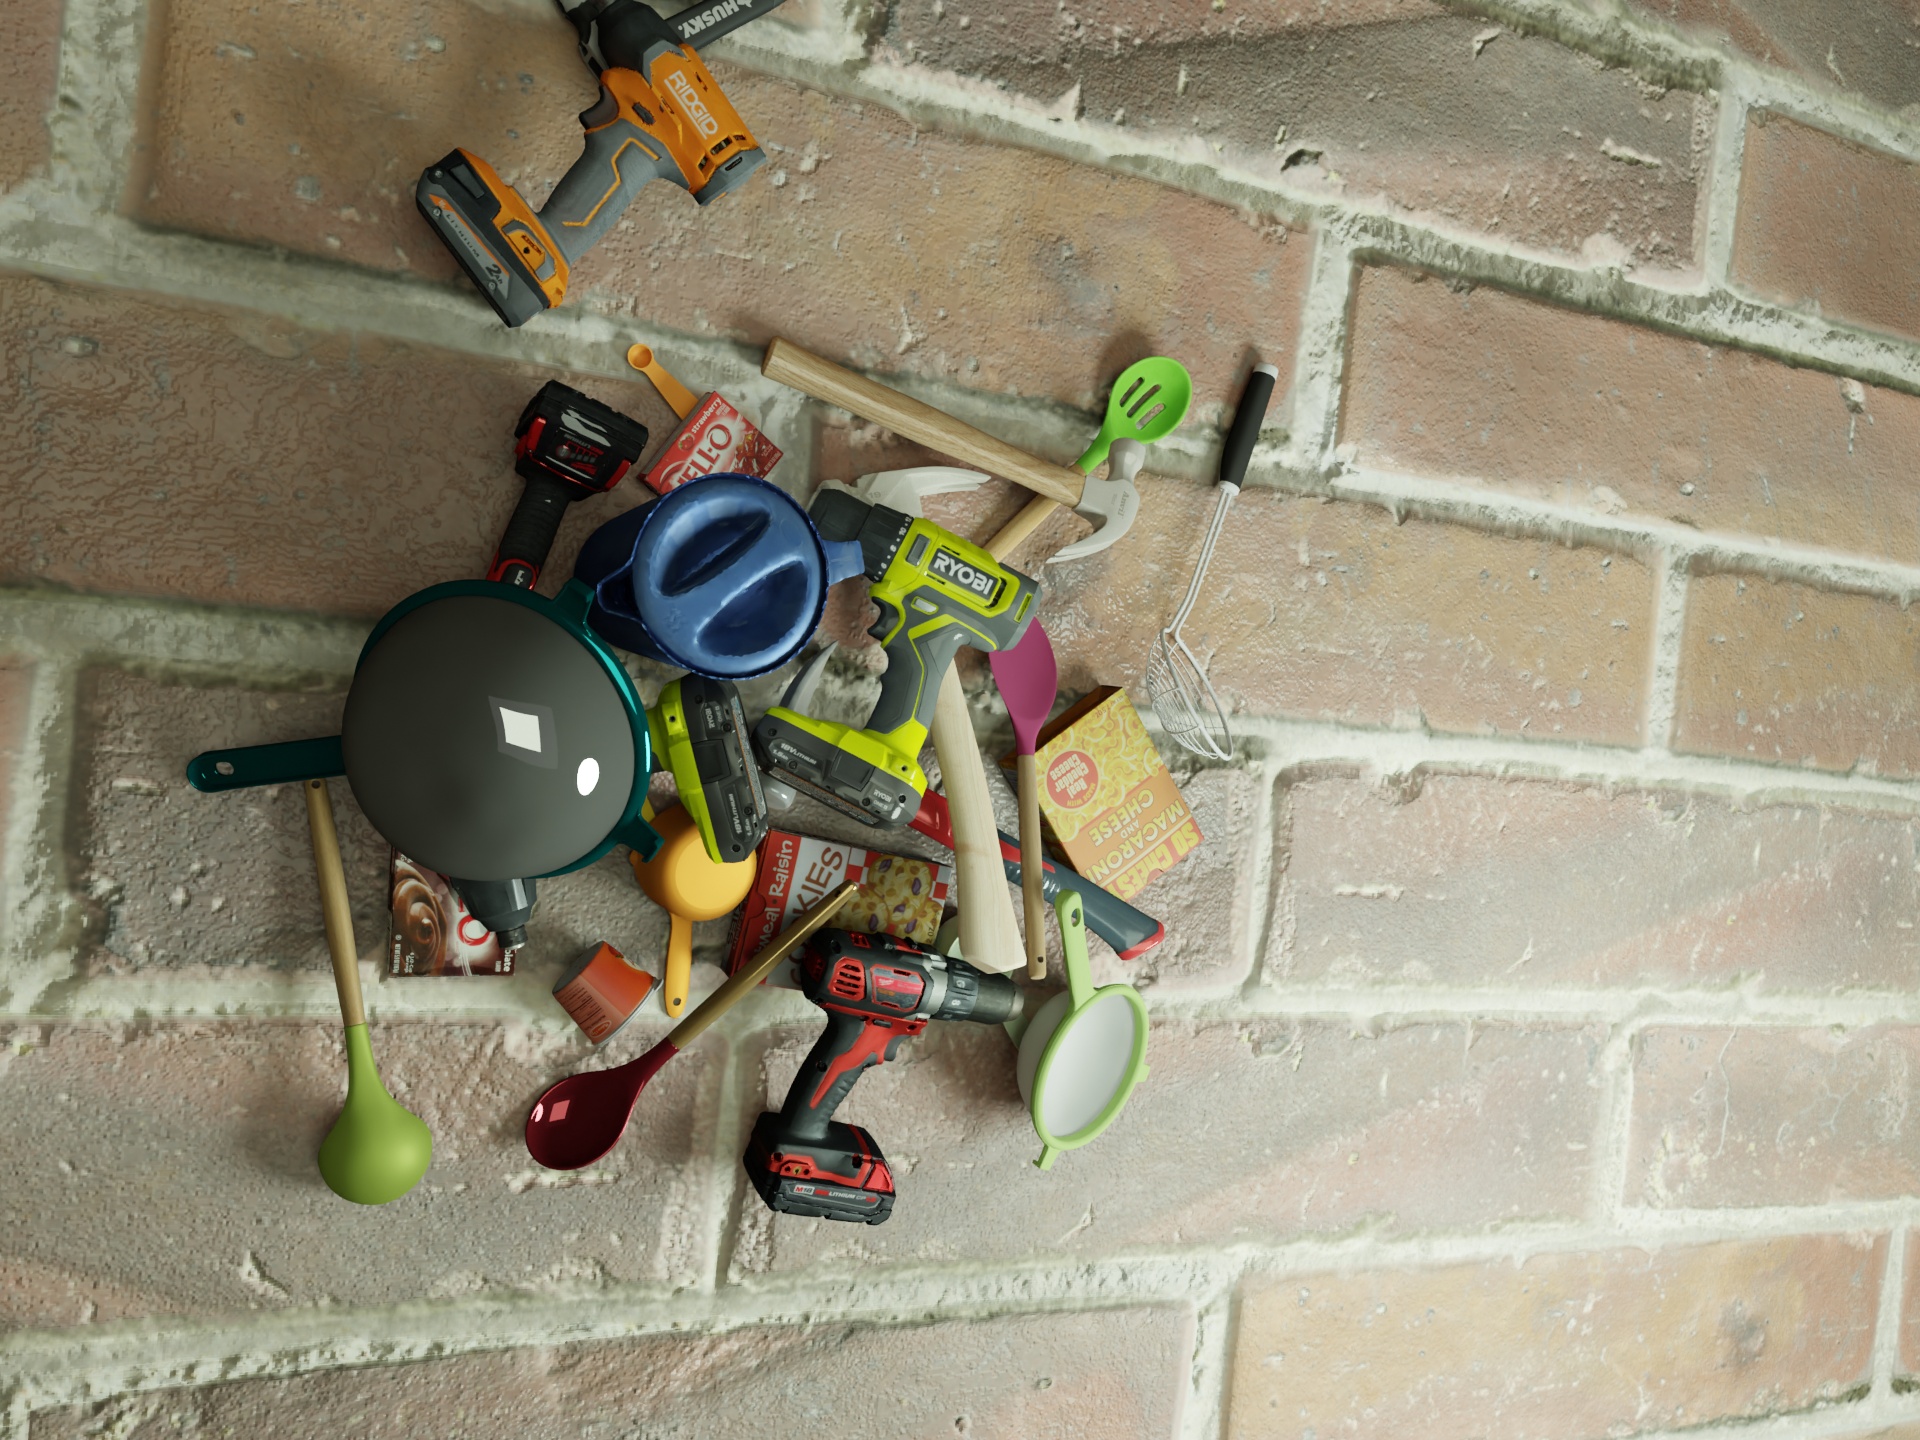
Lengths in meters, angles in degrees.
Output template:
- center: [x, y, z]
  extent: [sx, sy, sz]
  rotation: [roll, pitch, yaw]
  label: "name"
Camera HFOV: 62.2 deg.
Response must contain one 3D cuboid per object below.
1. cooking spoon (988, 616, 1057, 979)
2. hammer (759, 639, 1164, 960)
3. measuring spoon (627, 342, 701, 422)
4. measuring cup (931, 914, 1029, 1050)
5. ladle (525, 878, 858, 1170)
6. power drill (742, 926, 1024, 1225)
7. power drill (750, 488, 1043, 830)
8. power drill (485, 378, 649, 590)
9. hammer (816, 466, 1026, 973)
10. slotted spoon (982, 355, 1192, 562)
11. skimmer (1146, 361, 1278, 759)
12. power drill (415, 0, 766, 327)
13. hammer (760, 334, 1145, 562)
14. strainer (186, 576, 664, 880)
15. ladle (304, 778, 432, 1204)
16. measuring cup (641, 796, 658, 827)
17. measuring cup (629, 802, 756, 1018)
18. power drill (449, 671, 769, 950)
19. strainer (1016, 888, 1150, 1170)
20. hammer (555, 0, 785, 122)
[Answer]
- center: [0.055, 0.055, 1.313]
  extent: [0.068, 0.017, 0.319]
  rotation: [10, 66, -29]
  label: "cooking spoon"
- center: [0.016, 0.083, 1.314]
  extent: [0.386, 0.038, 0.143]
  rotation: [30, 65, -20]
  label: "hammer"
- center: [-0.214, -0.245, 1.231]
  extent: [0.021, 0.011, 0.116]
  rotation: [-47, 114, -9]
  label: "measuring spoon"
- center: [0.024, 0.232, 1.367]
  extent: [0.083, 0.038, 0.167]
  rotation: [-42, 126, -19]
  label: "measuring cup"
- center: [-0.201, 0.228, 1.218]
  extent: [0.315, 0.031, 0.069]
  rotation: [-41, 71, -4]
  label: "ladle"
- center: [-0.062, 0.282, 1.273]
  extent: [0.187, 0.080, 0.226]
  rotation: [16, 99, -25]
  label: "power drill"
- center: [-0.066, -0.051, 1.203]
  extent: [0.190, 0.080, 0.228]
  rotation: [27, 77, -6]
  label: "power drill"
- center: [-0.305, -0.120, 1.123]
  extent: [0.078, 0.143, 0.220]
  rotation: [25, 80, -22]
  label: "power drill"
- center: [-0.002, -0.004, 1.277]
  extent: [0.146, 0.038, 0.411]
  rotation: [-11, 83, -25]
  label: "hammer"
- center: [0.084, -0.200, 1.365]
  extent: [0.314, 0.031, 0.070]
  rotation: [-45, 110, -14]
  label: "slotted spoon"
- center: [0.246, -0.146, 1.410]
  extent: [0.127, 0.090, 0.363]
  rotation: [31, 75, -57]
  label: "skimmer"
- center: [-0.274, -0.405, 1.134]
  extent: [0.226, 0.084, 0.164]
  rotation: [-38, 108, -8]
  label: "power drill"
- center: [-0.005, -0.227, 1.290]
  extent: [0.331, 0.031, 0.130]
  rotation: [21, 66, -16]
  label: "hammer"
- center: [-0.372, 0.031, 1.024]
  extent: [0.340, 0.095, 0.211]
  rotation: [-7, 110, 14]
  label: "strainer"
- center: [-0.439, 0.190, 1.142]
  extent: [0.078, 0.062, 0.320]
  rotation: [-9, 91, -23]
  label: "ladle"
- center: [-0.265, 0.038, 1.222]
  extent: [0.062, 0.029, 0.156]
  rotation: [-29, 117, -23]
  label: "measuring cup"
- center: [-0.206, 0.152, 1.233]
  extent: [0.095, 0.052, 0.173]
  rotation: [3, 95, -32]
  label: "measuring cup"
- center: [-0.256, 0.060, 1.124]
  extent: [0.223, 0.080, 0.171]
  rotation: [-13, 96, 0]
  label: "power drill"
- center: [0.085, 0.242, 1.343]
  extent: [0.151, 0.069, 0.256]
  rotation: [-33, 127, -36]
  label: "strainer"
- center: [-0.137, -0.566, 1.231]
  extent: [0.335, 0.035, 0.146]
  rotation: [-37, 107, -19]
  label: "hammer"
